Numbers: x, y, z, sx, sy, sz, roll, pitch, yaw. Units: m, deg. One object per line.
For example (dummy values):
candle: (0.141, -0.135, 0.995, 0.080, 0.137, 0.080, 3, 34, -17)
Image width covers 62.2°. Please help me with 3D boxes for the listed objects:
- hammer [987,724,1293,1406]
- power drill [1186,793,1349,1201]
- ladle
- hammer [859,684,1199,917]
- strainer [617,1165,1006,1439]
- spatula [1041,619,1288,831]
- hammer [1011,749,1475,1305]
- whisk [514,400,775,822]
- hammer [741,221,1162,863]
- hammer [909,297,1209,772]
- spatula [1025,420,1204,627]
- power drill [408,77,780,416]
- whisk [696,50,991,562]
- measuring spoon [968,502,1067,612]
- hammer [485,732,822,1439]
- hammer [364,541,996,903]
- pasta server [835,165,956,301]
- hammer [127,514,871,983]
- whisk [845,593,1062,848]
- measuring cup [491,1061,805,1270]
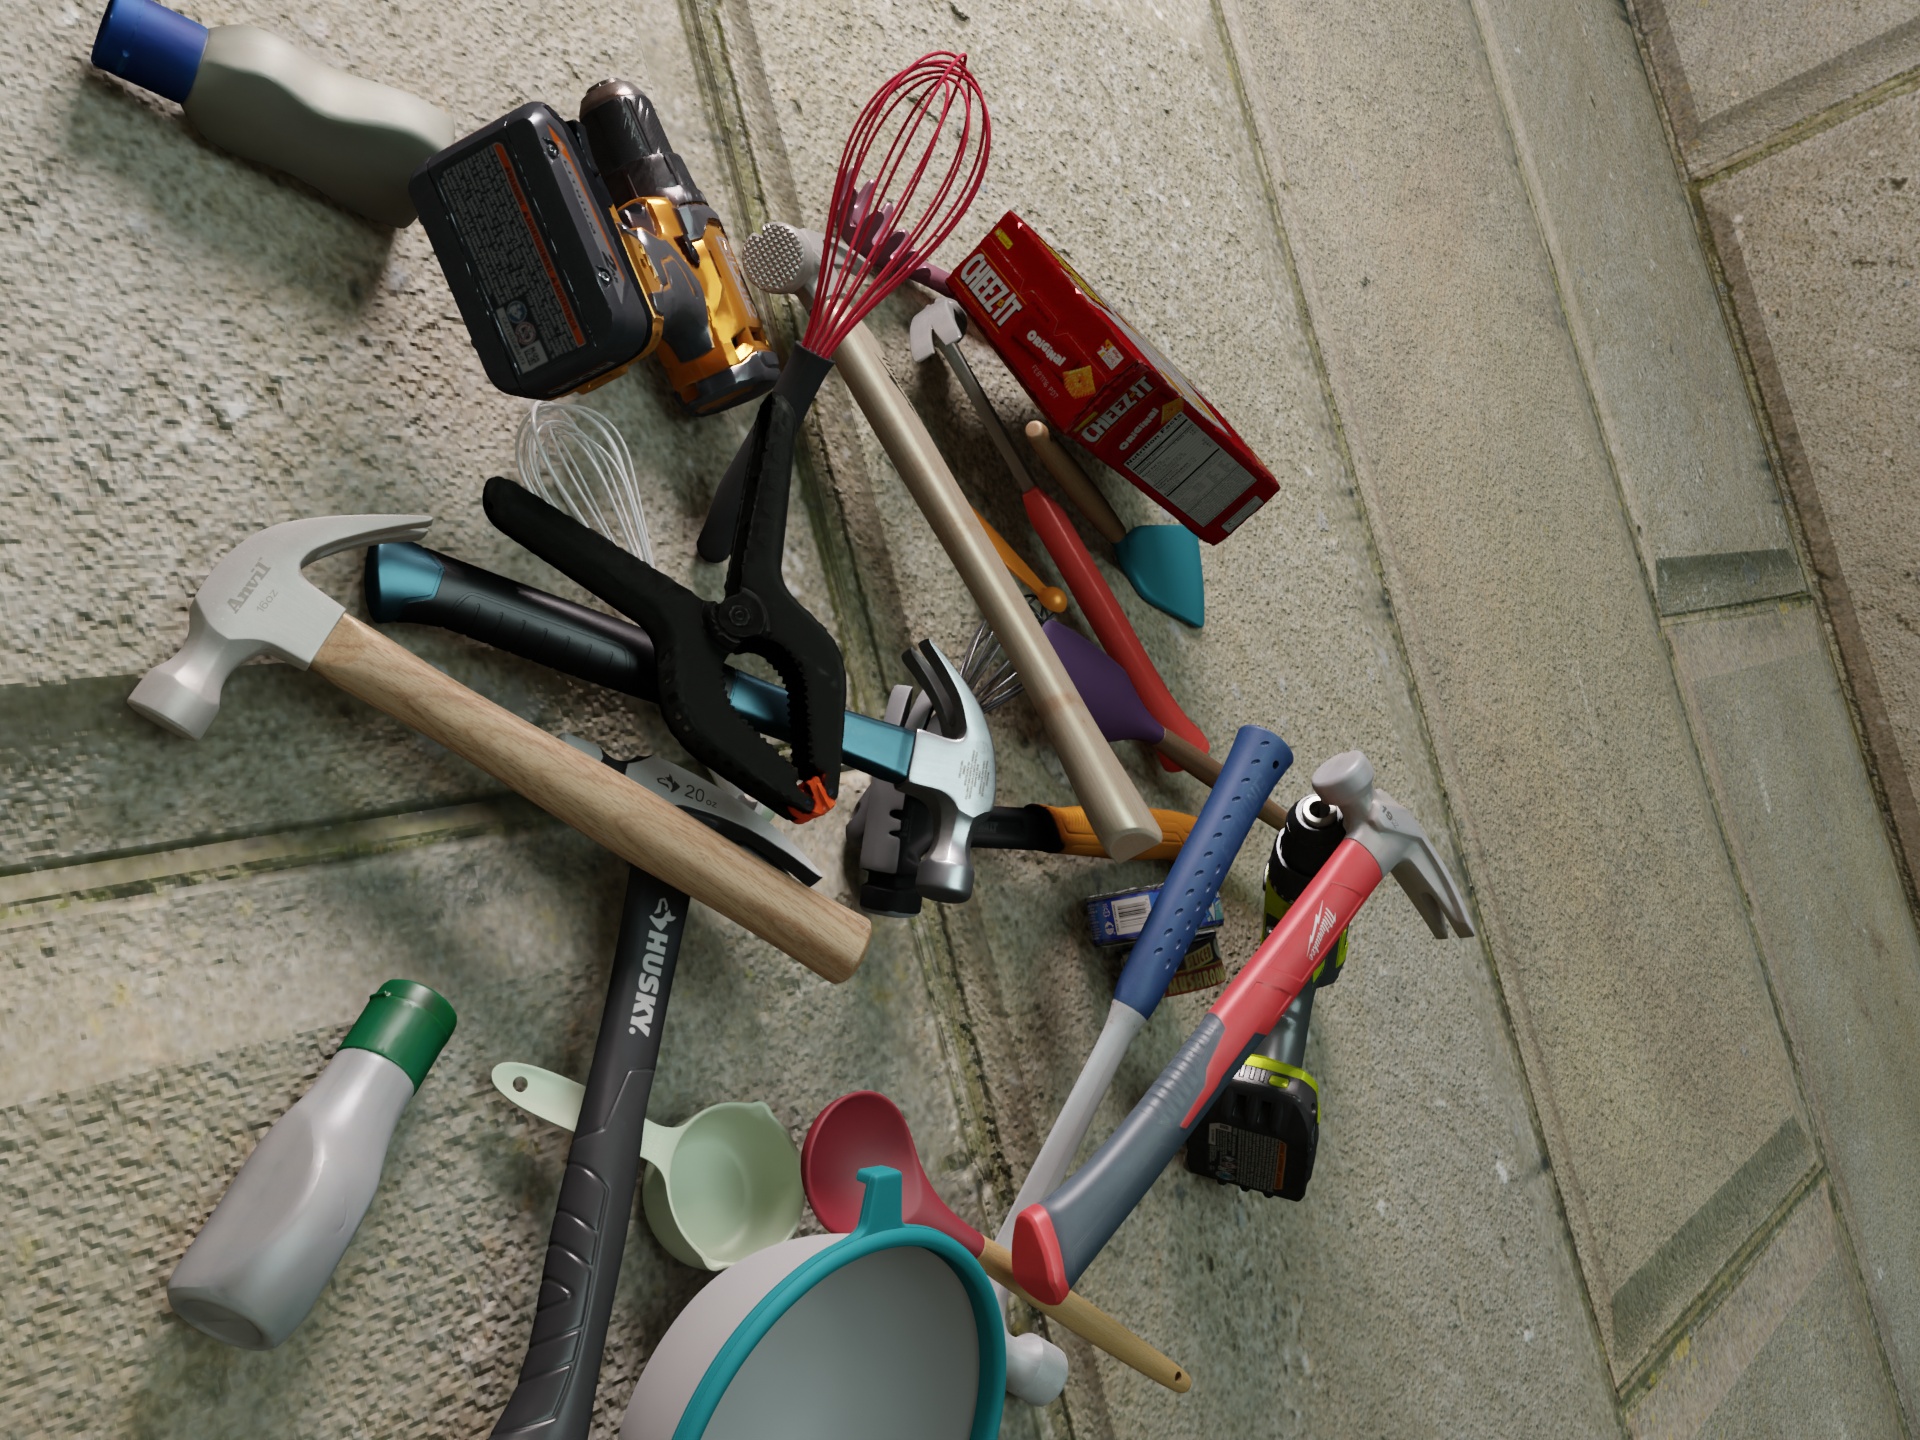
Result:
hammer: (0.090, 0.174, 0.917, 0.144, 0.035, 0.406, 41, 67, -26)
power drill: (0.213, 0.176, 1.043, 0.190, 0.080, 0.229, 80, 27, -52)
ladle: (0.026, 0.286, 0.833, 0.315, 0.031, 0.069, 42, 61, -28)
hammer: (0.066, 0.060, 0.991, 0.336, 0.034, 0.127, 9, 88, -49)
strainer: (-0.059, 0.364, 0.746, 0.211, 0.095, 0.340, -48, 131, -31)
spatula: (0.146, 0.022, 1.074, 0.315, 0.018, 0.060, 31, 79, -39)
hammer: (0.165, 0.186, 0.907, 0.386, 0.038, 0.143, -43, 103, -32)
whisk: (-0.157, -0.051, 0.818, 0.246, 0.058, 0.059, 64, 14, -14)
hammer: (0.007, -0.104, 0.941, 0.410, 0.038, 0.146, 60, 17, -2)
hammer: (0.070, -0.112, 1.050, 0.358, 0.036, 0.149, 58, 11, -20)
spatula: (0.109, -0.140, 1.082, 0.317, 0.044, 0.082, 31, 54, -65)
power drill: (-0.179, -0.247, 0.801, 0.185, 0.084, 0.226, 68, 17, -4)
whisk: (-0.067, -0.212, 0.839, 0.073, 0.295, 0.073, 28, 15, -8)
measuring spoon: (0.028, -0.112, 1.018, 0.117, 0.011, 0.021, 47, 38, 17)
hammer: (-0.148, 0.171, 0.708, 0.146, 0.035, 0.335, 24, 52, -26)
hammer: (-0.128, -0.016, 0.781, 0.330, 0.033, 0.128, 21, 67, -23)
pasta server: (0.028, -0.289, 1.103, 0.316, 0.040, 0.060, 18, 37, -43)
hammer: (-0.178, 0.024, 0.712, 0.331, 0.031, 0.130, 34, 68, -20)
whisk: (0.000, -0.003, 0.963, 0.055, 0.055, 0.239, 54, 48, -17)
measuring cup: (-0.150, 0.201, 0.743, 0.167, 0.038, 0.083, 33, 51, -23)
